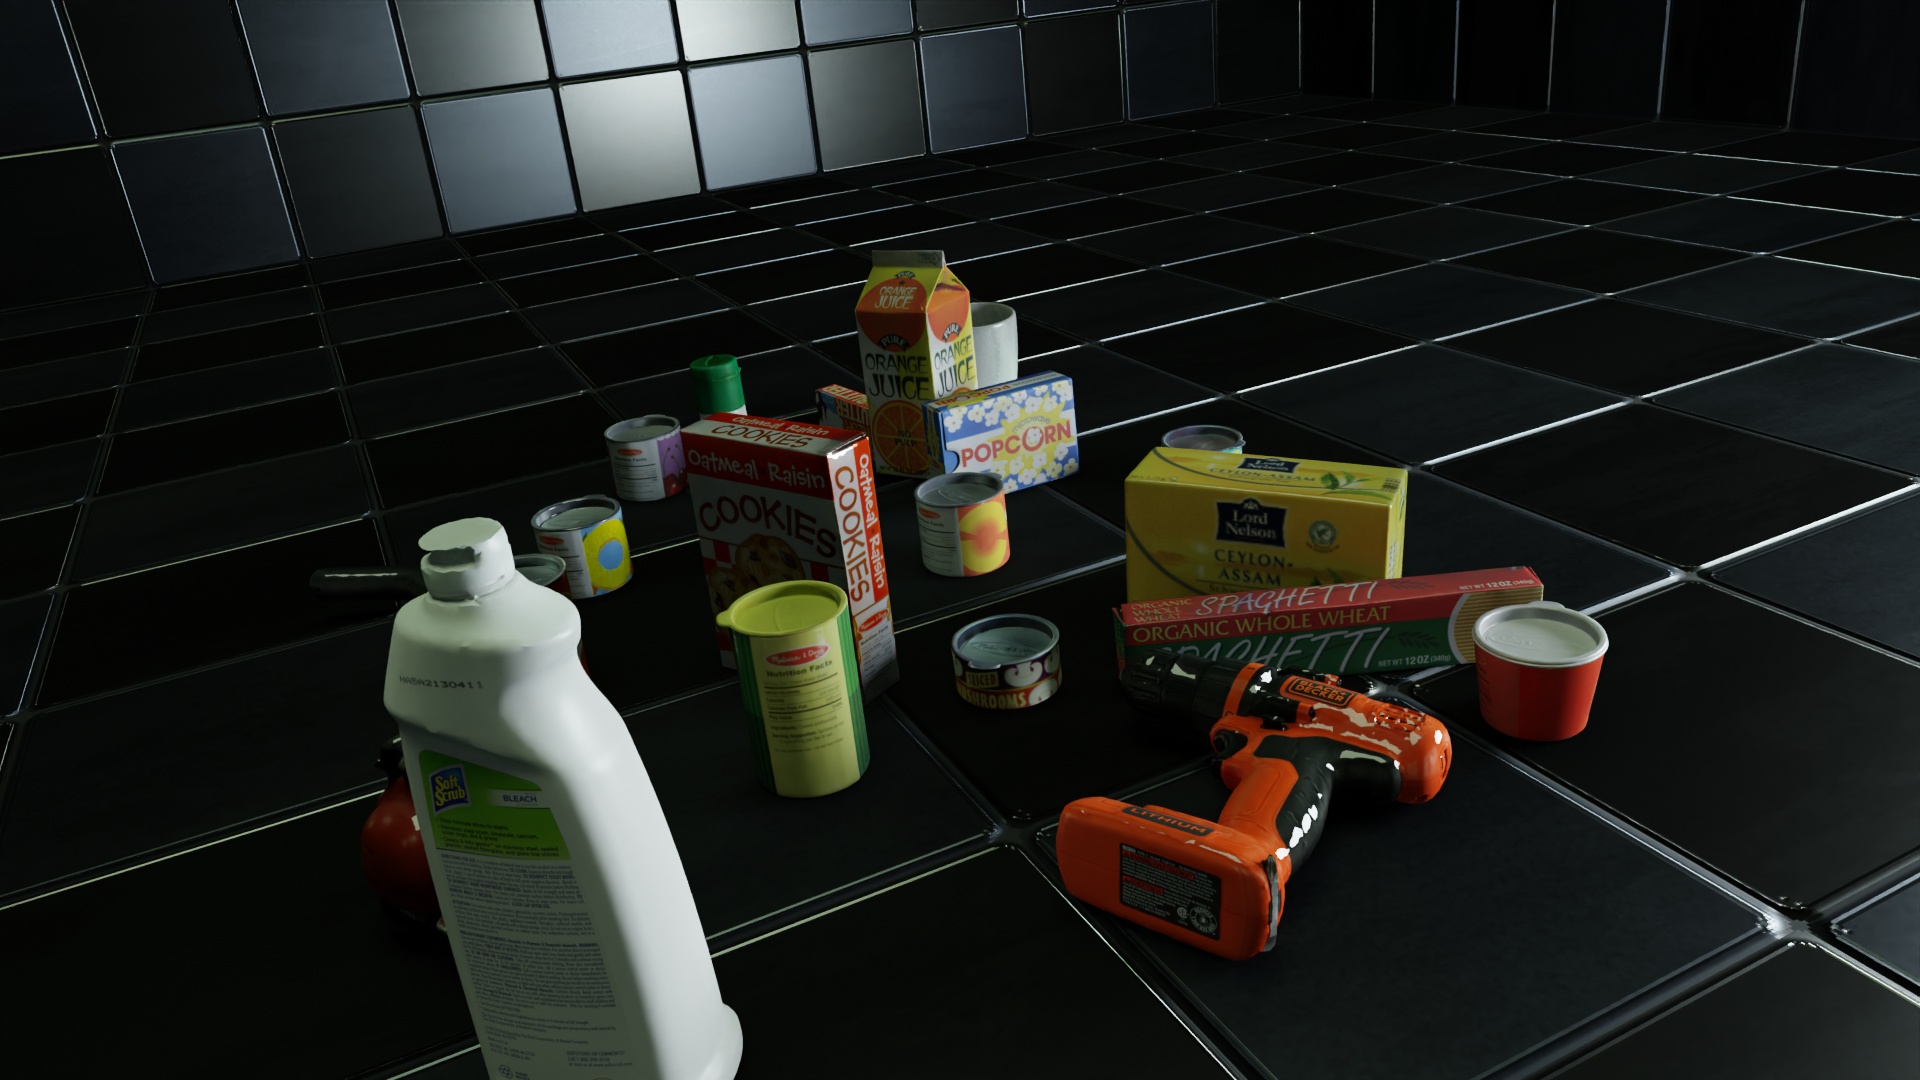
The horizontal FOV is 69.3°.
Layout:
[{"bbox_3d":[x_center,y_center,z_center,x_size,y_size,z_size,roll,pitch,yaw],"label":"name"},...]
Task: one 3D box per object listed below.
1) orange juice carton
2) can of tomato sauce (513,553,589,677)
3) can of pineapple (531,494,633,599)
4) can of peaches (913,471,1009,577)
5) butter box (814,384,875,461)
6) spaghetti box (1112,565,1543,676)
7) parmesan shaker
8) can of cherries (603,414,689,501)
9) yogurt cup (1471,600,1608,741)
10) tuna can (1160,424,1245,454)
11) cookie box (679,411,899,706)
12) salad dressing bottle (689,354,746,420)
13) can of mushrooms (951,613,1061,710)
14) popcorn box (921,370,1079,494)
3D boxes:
[{"bbox_3d":[-0.035,-0.153,1.189,0.072,0.191,0.073,8,27,30],"label":"orange juice carton"},{"bbox_3d":[-0.278,0.060,0.893,0.071,0.082,0.071,-5,23,2],"label":"can of tomato sauce"},{"bbox_3d":[-0.285,0.004,1.055,0.071,0.057,0.071,-5,23,2],"label":"can of pineapple"},{"bbox_3d":[0.004,-0.013,1.025,0.071,0.057,0.071,-5,23,2],"label":"can of peaches"},{"bbox_3d":[-0.094,-0.107,1.272,0.024,0.053,0.103,-22,28,-32],"label":"butter box"},{"bbox_3d":[0.218,0.054,0.829,0.250,0.050,0.029,-6,23,1],"label":"spaghetti box"},{"bbox_3d":[-0.092,0.083,0.771,0.071,0.102,0.071,-5,23,2],"label":"parmesan shaker"},{"bbox_3d":[-0.276,-0.074,1.232,0.071,0.058,0.072,-5,23,2],"label":"can of cherries"},{"bbox_3d":[0.314,0.073,0.757,0.072,0.053,0.073,-5,23,2],"label":"yogurt cup"},{"bbox_3d":[0.200,-0.069,1.138,0.071,0.032,0.071,-5,23,2],"label":"tuna can"},{"bbox_3d":[-0.105,0.009,0.863,0.123,0.166,0.040,11,28,34],"label":"cookie box"},{"bbox_3d":[-0.182,-0.071,1.090,0.044,0.147,0.064,-7,23,-2],"label":"salad dressing bottle"},{"bbox_3d":[0.027,0.075,0.848,0.071,0.033,0.071,-5,23,2],"label":"can of mushrooms"},{"bbox_3d":[0.035,-0.084,1.148,0.127,0.085,0.038,-17,25,-24],"label":"popcorn box"}]
